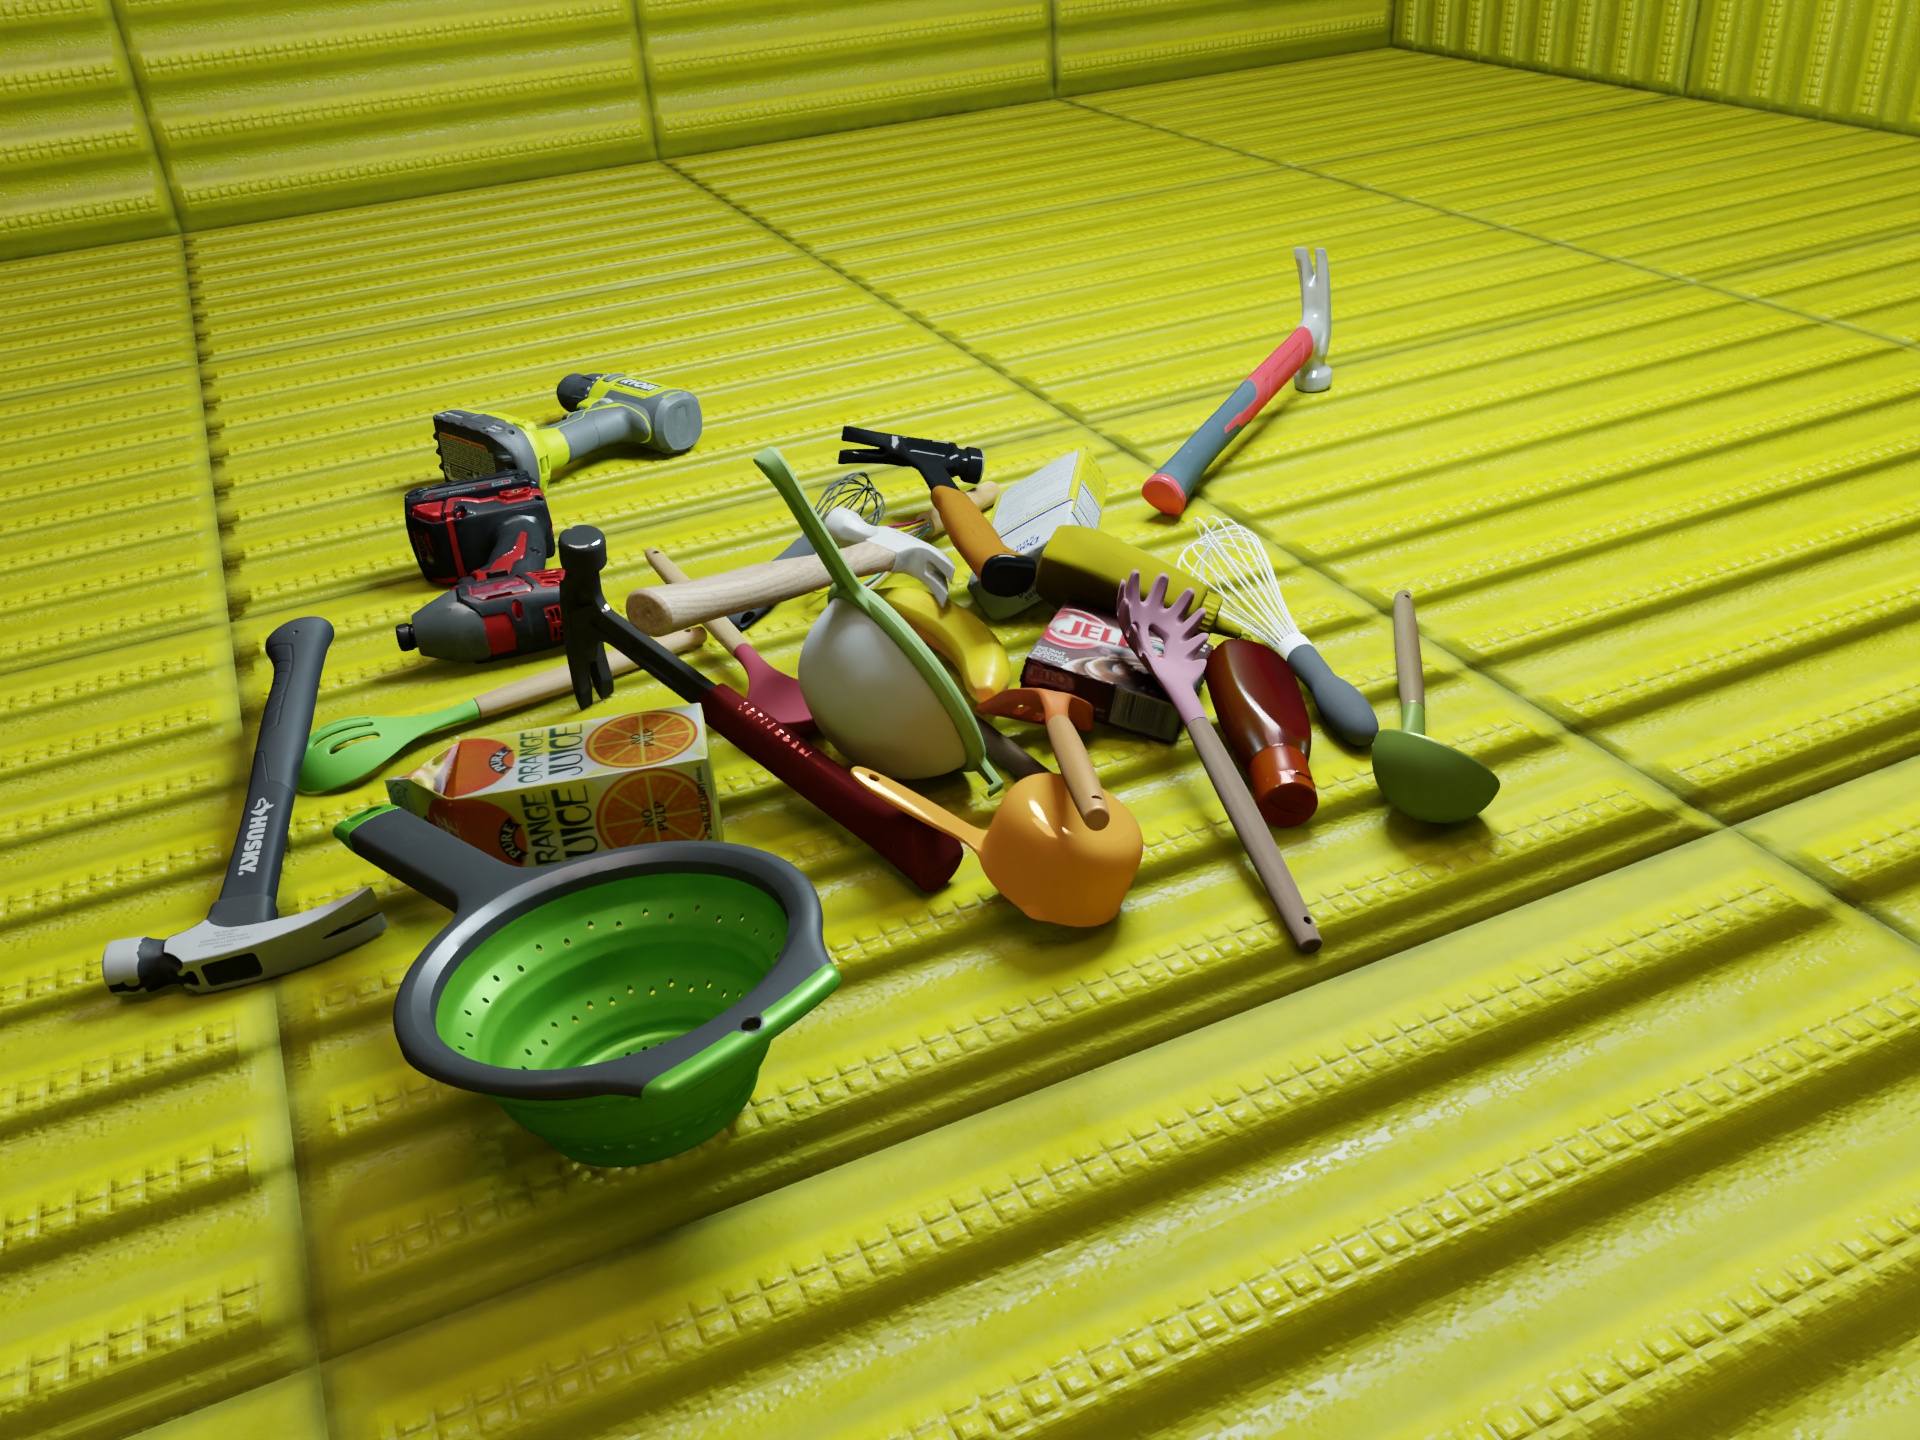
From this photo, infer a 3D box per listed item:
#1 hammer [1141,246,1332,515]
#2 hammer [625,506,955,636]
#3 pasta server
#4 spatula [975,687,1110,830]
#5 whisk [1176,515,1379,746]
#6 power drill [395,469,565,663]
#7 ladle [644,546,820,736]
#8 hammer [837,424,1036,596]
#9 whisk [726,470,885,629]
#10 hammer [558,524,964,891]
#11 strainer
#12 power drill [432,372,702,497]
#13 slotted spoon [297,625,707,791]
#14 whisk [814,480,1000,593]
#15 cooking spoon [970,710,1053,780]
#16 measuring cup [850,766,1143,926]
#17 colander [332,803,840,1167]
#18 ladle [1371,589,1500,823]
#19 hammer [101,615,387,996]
[{"bbox_3d":[0.262,-0.307,1.466,0.038,0.143,0.386,11,38,30],"label":"hammer"},{"bbox_3d":[-0.110,-0.097,1.087,0.130,0.031,0.331,23,22,21],"label":"hammer"},{"bbox_3d":[0.157,0.015,0.971,0.060,0.040,0.317,6,38,-21],"label":"pasta server"},{"bbox_3d":[0.058,0.018,0.920,0.081,0.041,0.323,10,13,-5],"label":"spatula"},{"bbox_3d":[0.227,-0.065,1.135,0.070,0.070,0.285,-11,37,-11],"label":"whisk"},{"bbox_3d":[-0.385,-0.117,1.279,0.143,0.078,0.220,-14,35,-15],"label":"power drill"},{"bbox_3d":[-0.174,-0.063,1.184,0.069,0.031,0.316,-16,36,-26],"label":"ladle"},{"bbox_3d":[-0.010,-0.167,1.242,0.127,0.034,0.337,6,22,-16],"label":"hammer"},{"bbox_3d":[-0.130,-0.138,1.311,0.055,0.055,0.239,11,39,25],"label":"whisk"},{"bbox_3d":[-0.140,0.009,1.025,0.359,0.149,0.037,33,49,30],"label":"hammer"},{"bbox_3d":[-0.077,-0.048,0.977,0.069,0.256,0.152,-40,36,-13],"label":"strainer"},{"bbox_3d":[-0.395,-0.287,1.562,0.191,0.080,0.228,21,37,36],"label":"power drill"},{"bbox_3d":[-0.326,-0.018,1.150,0.313,0.031,0.070,-21,37,-28],"label":"slotted spoon"},{"bbox_3d":[-0.041,-0.158,1.332,0.051,0.047,0.245,17,34,33],"label":"whisk"},{"bbox_3d":[-0.002,-0.003,1.090,0.068,0.017,0.319,-19,33,-25],"label":"cooking spoon"},{"bbox_3d":[0.022,0.050,0.902,0.173,0.052,0.095,27,29,3],"label":"measuring cup"},{"bbox_3d":[-0.218,0.131,0.830,0.397,0.094,0.204,16,35,43],"label":"colander"},{"bbox_3d":[0.307,-0.028,1.057,0.078,0.062,0.320,28,30,-3],"label":"ladle"},{"bbox_3d":[-0.434,0.037,1.020,0.146,0.035,0.335,-9,39,-7],"label":"hammer"}]
